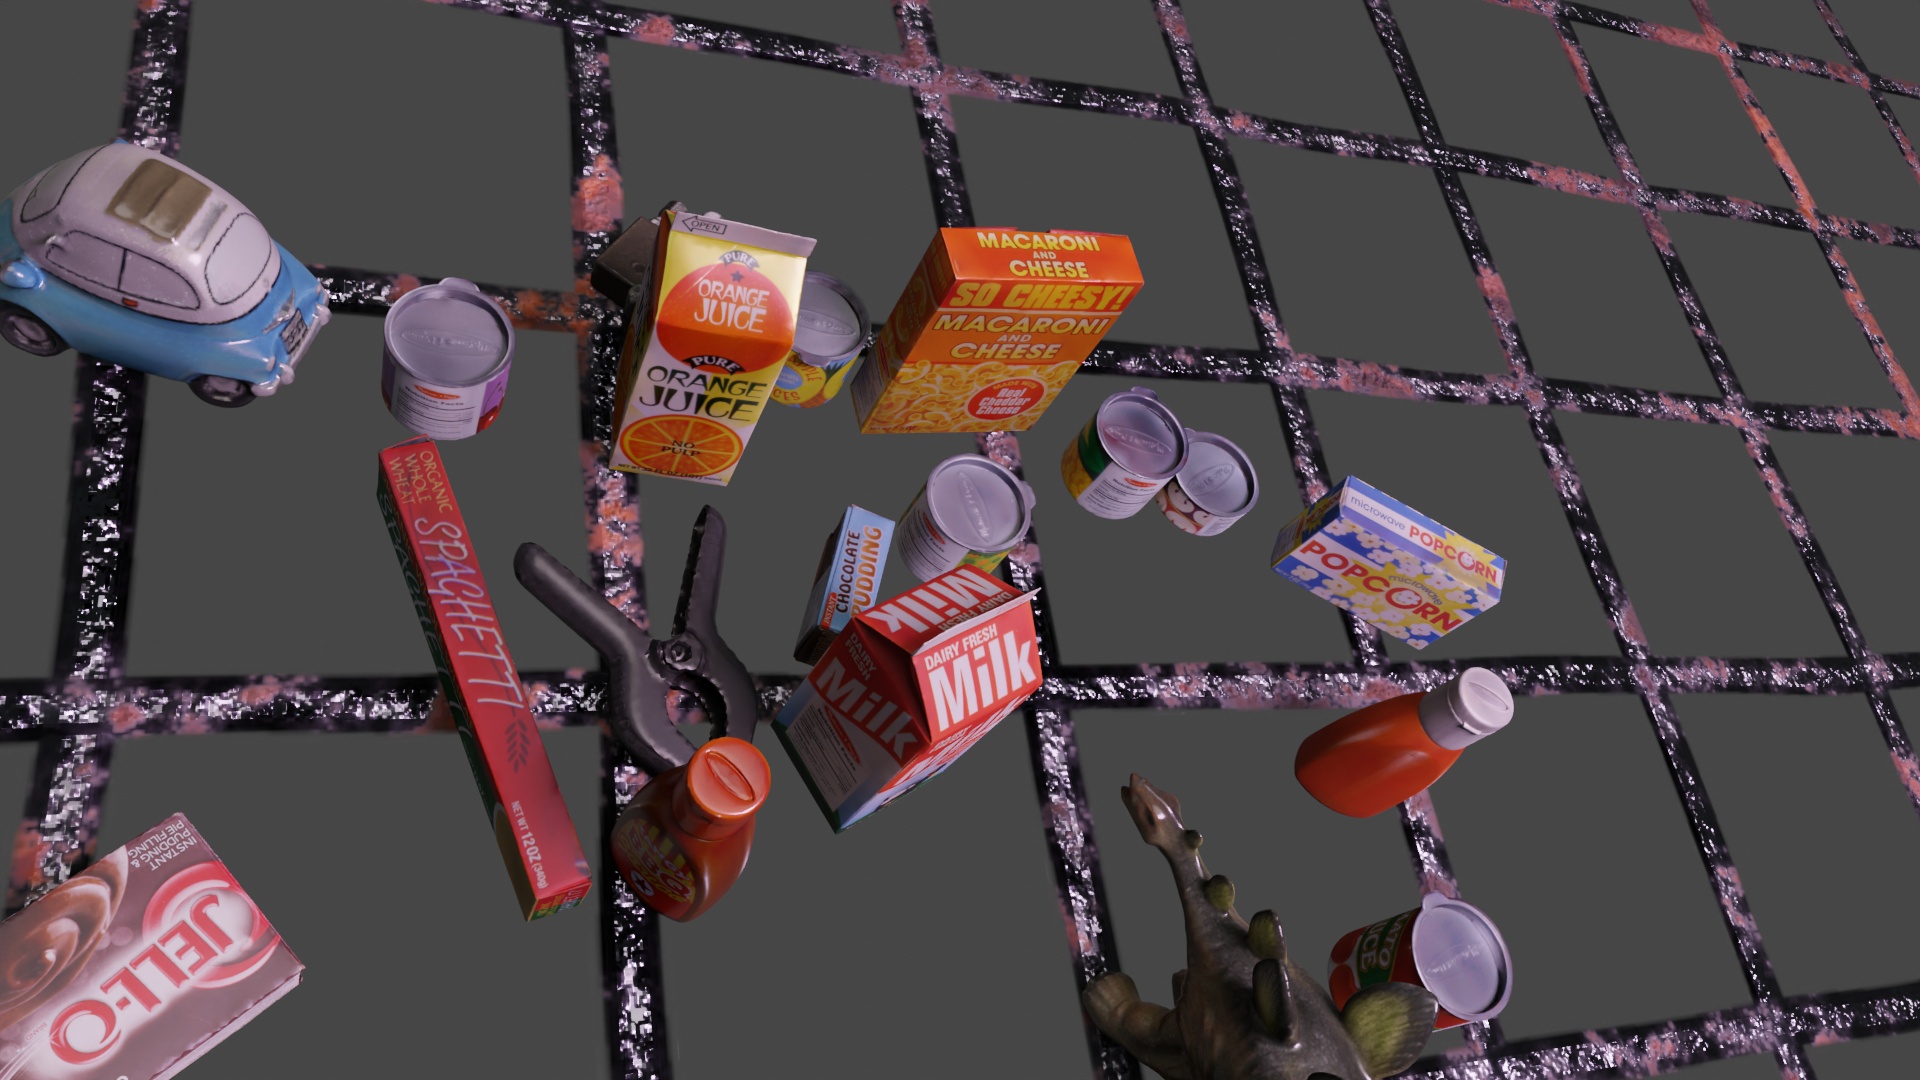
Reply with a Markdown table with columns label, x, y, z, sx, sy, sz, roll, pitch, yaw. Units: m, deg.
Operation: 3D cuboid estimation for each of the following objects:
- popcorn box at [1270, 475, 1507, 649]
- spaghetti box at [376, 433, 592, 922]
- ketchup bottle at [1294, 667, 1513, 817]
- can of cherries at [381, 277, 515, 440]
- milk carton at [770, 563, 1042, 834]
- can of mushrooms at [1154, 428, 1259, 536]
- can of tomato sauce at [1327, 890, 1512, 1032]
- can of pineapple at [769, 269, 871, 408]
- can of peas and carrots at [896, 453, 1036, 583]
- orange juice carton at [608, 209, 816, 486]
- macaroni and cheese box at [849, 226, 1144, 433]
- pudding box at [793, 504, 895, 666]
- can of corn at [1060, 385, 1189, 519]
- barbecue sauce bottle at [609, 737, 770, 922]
| label | x | y | z | sx | sy | sz | roll | pitch | yaw |
| --- | --- | --- | --- | --- | --- | --- | --- | --- | --- |
| popcorn box | 0.286 | 0.016 | 0.933 | 0.127 | 0.084 | 0.038 | 27 | 55 | -8 |
| spaghetti box | -0.241 | 0.065 | 0.692 | 0.029 | 0.050 | 0.250 | -16 | 70 | -30 |
| ketchup bottle | 0.264 | 0.120 | 0.826 | 0.065 | 0.148 | 0.044 | 30 | 55 | -6 |
| can of cherries | -0.280 | -0.099 | 0.762 | 0.071 | 0.058 | 0.072 | 11 | 59 | -18 |
| milk carton | -0.025 | 0.075 | 0.697 | 0.072 | 0.189 | 0.073 | -25 | 75 | -33 |
| can of mushrooms | 0.164 | -0.040 | 0.942 | 0.071 | 0.033 | 0.071 | 11 | 59 | -18 |
| can of tomato sauce | 0.259 | 0.245 | 0.794 | 0.071 | 0.082 | 0.071 | 11 | 59 | -19 |
| can of pineapple | -0.096 | -0.122 | 0.857 | 0.071 | 0.057 | 0.071 | 11 | 59 | -18 |
| can of peas and carrots | 0.003 | -0.011 | 0.838 | 0.071 | 0.058 | 0.071 | 11 | 59 | -18 |
| orange juice carton | -0.137 | -0.110 | 0.749 | 0.072 | 0.191 | 0.073 | 8 | 60 | -20 |
| macaroni and cheese box | 0.017 | -0.124 | 0.842 | 0.124 | 0.165 | 0.040 | -4 | 65 | -26 |
| pudding box | -0.066 | 0.027 | 0.792 | 0.030 | 0.049 | 0.084 | 21 | 56 | -13 |
| can of corn | 0.107 | -0.057 | 0.911 | 0.071 | 0.058 | 0.071 | 11 | 59 | -18 |
| barbecue sauce bottle | -0.124 | 0.132 | 0.647 | 0.065 | 0.147 | 0.044 | 46 | 55 | 5 |
